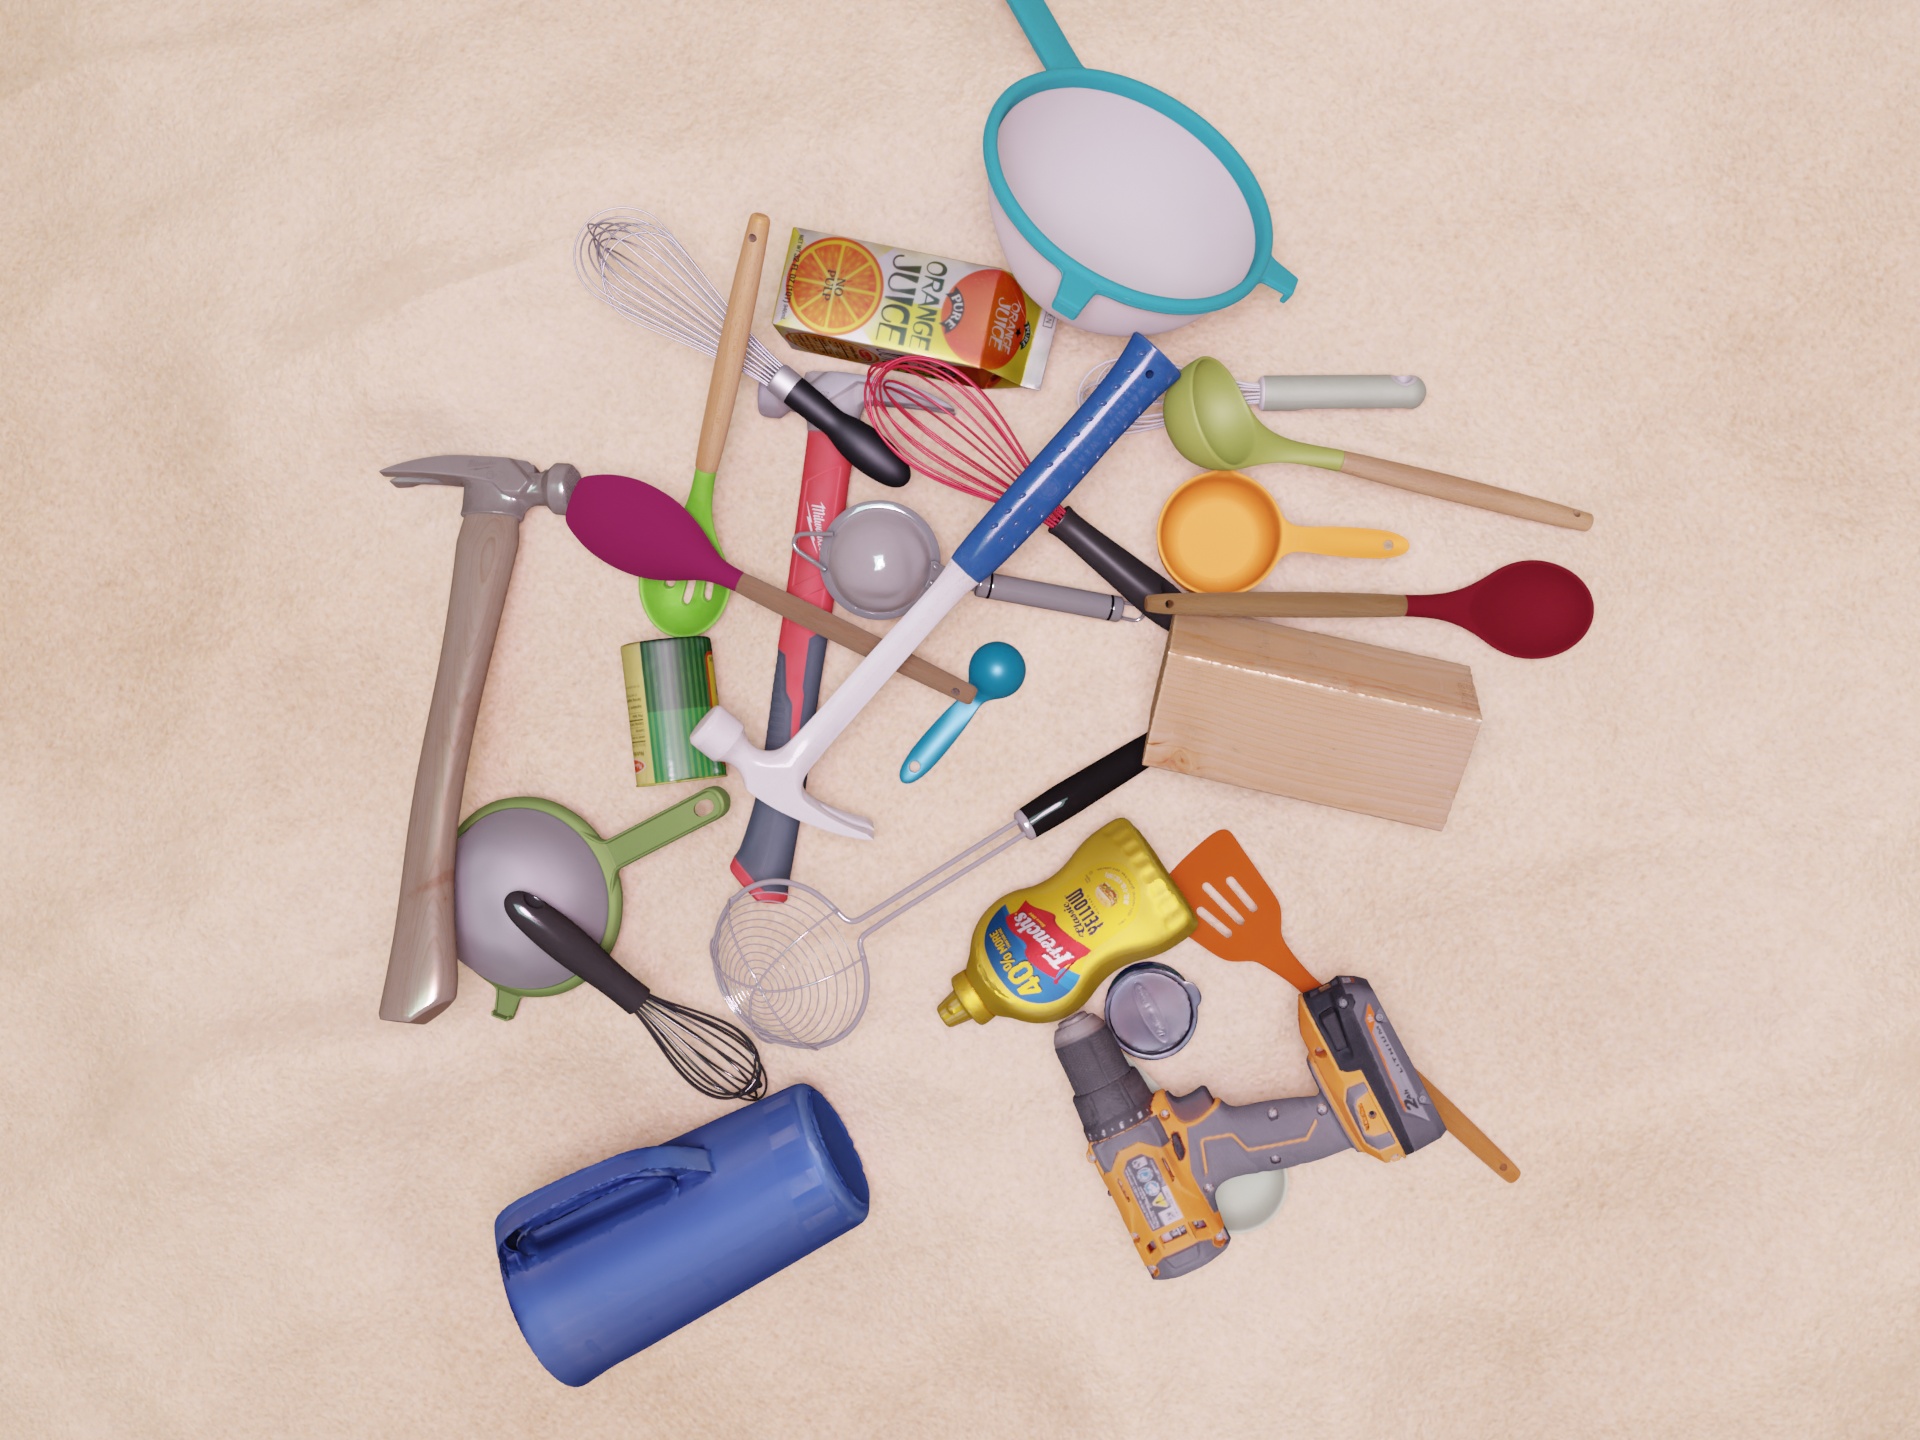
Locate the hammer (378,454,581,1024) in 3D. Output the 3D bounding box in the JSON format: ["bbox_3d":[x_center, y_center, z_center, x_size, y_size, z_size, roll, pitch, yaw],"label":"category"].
[{"bbox_3d":[-0.371,0.006,1.130,0.146,0.038,0.411,3,75,6],"label":"hammer"}]

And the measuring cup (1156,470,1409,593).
[{"bbox_3d":[0.224,-0.126,1.120,0.173,0.052,0.095,4,91,3],"label":"measuring cup"}]

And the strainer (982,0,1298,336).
[{"bbox_3d":[0.076,-0.390,1.109,0.211,0.095,0.341,-12,67,-28],"label":"strainer"}]

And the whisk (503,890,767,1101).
[{"bbox_3d":[-0.228,0.196,1.131,0.055,0.055,0.238,-45,108,4],"label":"whisk"}]

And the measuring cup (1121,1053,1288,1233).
[{"bbox_3d":[0.161,0.292,1.139,0.167,0.038,0.083,44,92,7],"label":"measuring cup"}]

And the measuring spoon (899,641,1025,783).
[{"bbox_3d":[-0.002,-0.004,1.155,0.042,0.021,0.128,40,93,3],"label":"measuring spoon"}]

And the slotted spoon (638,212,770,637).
[{"bbox_3d":[-0.169,-0.197,1.103,0.070,0.031,0.313,21,121,5],"label":"slotted spoon"}]

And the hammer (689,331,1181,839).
[{"bbox_3d":[0.000,-0.090,1.077,0.144,0.035,0.405,40,100,-16],"label":"hammer"}]

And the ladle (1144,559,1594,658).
[{"bbox_3d":[0.282,-0.078,1.099,0.315,0.031,0.069,0,93,-7],"label":"ladle"}]

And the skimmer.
[{"bbox_3d":[-0.010,0.107,1.141,0.363,0.090,0.127,-31,89,-10],"label":"skimmer"}]

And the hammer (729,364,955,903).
[{"bbox_3d":[-0.099,-0.057,1.156,0.143,0.038,0.386,8,91,3],"label":"hammer"}]

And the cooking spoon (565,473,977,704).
[{"bbox_3d":[-0.133,-0.087,1.124,0.319,0.017,0.068,26,112,-1],"label":"cooking spoon"}]

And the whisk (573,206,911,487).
[{"bbox_3d":[-0.147,-0.256,1.109,0.284,0.070,0.070,38,94,-4],"label":"whisk"}]

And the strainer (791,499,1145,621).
[{"bbox_3d":[0.009,-0.098,1.124,0.258,0.050,0.086,9,109,-11],"label":"strainer"}]

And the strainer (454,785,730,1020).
[{"bbox_3d":[-0.281,0.111,1.136,0.256,0.069,0.151,-27,88,17],"label":"strainer"}]

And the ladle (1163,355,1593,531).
[{"bbox_3d":[0.290,-0.178,1.089,0.320,0.062,0.078,13,63,-7],"label":"ladle"}]

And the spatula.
[{"bbox_3d":[0.276,0.214,1.135,0.322,0.041,0.081,43,94,-1],"label":"spatula"}]

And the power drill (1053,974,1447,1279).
[{"bbox_3d":[0.187,0.251,1.082,0.226,0.084,0.185,-28,83,8],"label":"power drill"}]

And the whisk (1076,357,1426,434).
[{"bbox_3d":[0.205,-0.231,1.127,0.246,0.058,0.059,0,125,2],"label":"whisk"}]

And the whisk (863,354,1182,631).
[{"bbox_3d":[0.054,-0.153,1.111,0.295,0.073,0.073,37,94,-11],"label":"whisk"}]
